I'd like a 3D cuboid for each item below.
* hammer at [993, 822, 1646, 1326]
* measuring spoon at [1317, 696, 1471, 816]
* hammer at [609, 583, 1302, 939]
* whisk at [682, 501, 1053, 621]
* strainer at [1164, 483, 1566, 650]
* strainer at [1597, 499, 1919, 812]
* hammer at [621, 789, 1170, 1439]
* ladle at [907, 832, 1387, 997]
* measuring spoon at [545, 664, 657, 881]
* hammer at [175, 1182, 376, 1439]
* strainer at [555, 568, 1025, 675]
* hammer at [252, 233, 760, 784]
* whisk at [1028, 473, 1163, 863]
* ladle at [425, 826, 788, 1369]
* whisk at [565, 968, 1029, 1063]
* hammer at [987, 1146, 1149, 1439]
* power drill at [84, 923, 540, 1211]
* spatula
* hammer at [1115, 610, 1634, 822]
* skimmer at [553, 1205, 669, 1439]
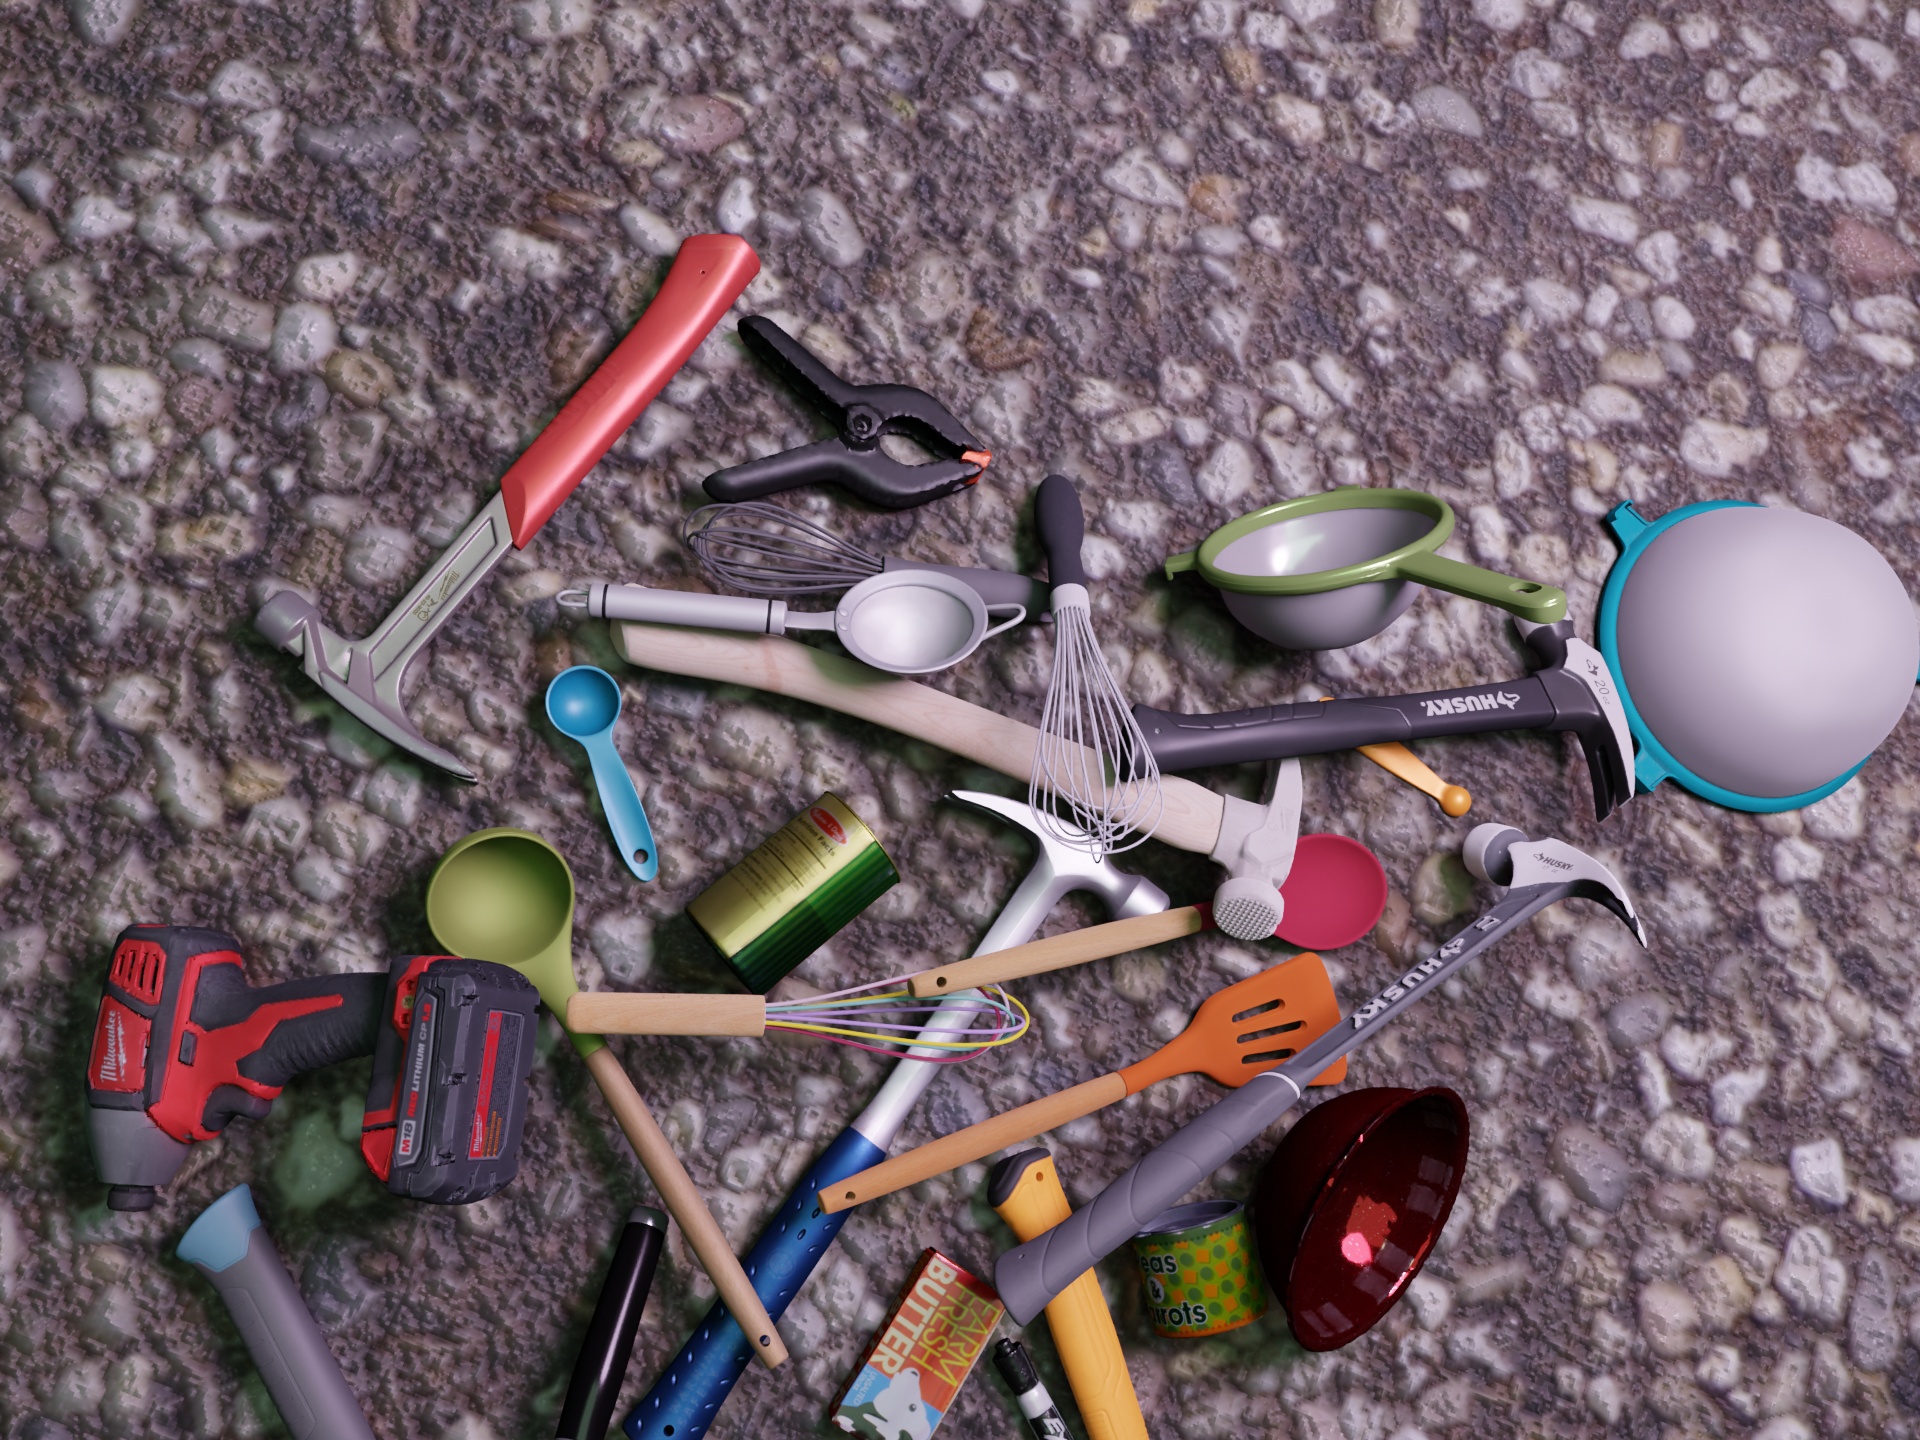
[{"bbox_3d":[0.189,0.190,0.860,0.409,0.149,0.036,-34,105,-11],"label":"hammer"},{"bbox_3d":[0.271,0.021,0.990,0.117,0.011,0.021,36,75,-1],"label":"measuring spoon"},{"bbox_3d":[-0.001,-0.003,0.920,0.410,0.038,0.146,20,46,0],"label":"hammer"},{"bbox_3d":[-0.045,-0.089,0.939,0.239,0.055,0.055,9,77,-13],"label":"whisk"},{"bbox_3d":[0.245,-0.069,0.906,0.151,0.257,0.069,-24,115,-20],"label":"strainer"},{"bbox_3d":[0.587,-0.049,1.017,0.340,0.095,0.211,2,78,-8],"label":"strainer"},{"bbox_3d":[-0.050,0.219,0.881,0.144,0.035,0.405,37,75,-1],"label":"hammer"},{"bbox_3d":[0.112,0.118,0.897,0.315,0.031,0.069,-9,82,-28],"label":"ladle"},{"bbox_3d":[-0.200,0.031,0.906,0.042,0.021,0.128,-20,92,-14],"label":"measuring spoon"},{"bbox_3d":[-0.303,0.390,0.802,0.128,0.033,0.331,-30,85,-13],"label":"hammer"},{"bbox_3d":[-0.095,-0.056,0.888,0.258,0.050,0.087,5,45,-6],"label":"strainer"},{"bbox_3d":[-0.230,-0.141,0.922,0.149,0.036,0.359,37,75,-1],"label":"hammer"},{"bbox_3d":[0.063,-0.041,0.894,0.070,0.070,0.285,4,49,-9],"label":"whisk"},{"bbox_3d":[-0.180,0.197,0.834,0.078,0.062,0.320,-32,79,-11],"label":"ladle"},{"bbox_3d":[-0.083,0.156,0.842,0.245,0.051,0.047,3,56,-12],"label":"whisk"},{"bbox_3d":[0.096,0.396,0.862,0.127,0.034,0.337,-13,76,-32],"label":"hammer"},{"bbox_3d":[-0.333,0.179,0.794,0.219,0.078,0.143,2,76,12],"label":"power drill"},{"bbox_3d":[0.073,0.211,0.883,0.322,0.041,0.081,-15,95,-25],"label":"spatula"},{"bbox_3d":[0.245,0.005,0.934,0.334,0.035,0.146,-6,61,-19],"label":"hammer"},{"bbox_3d":[-0.209,0.425,0.777,0.127,0.090,0.364,16,55,-3],"label":"skimmer"}]
